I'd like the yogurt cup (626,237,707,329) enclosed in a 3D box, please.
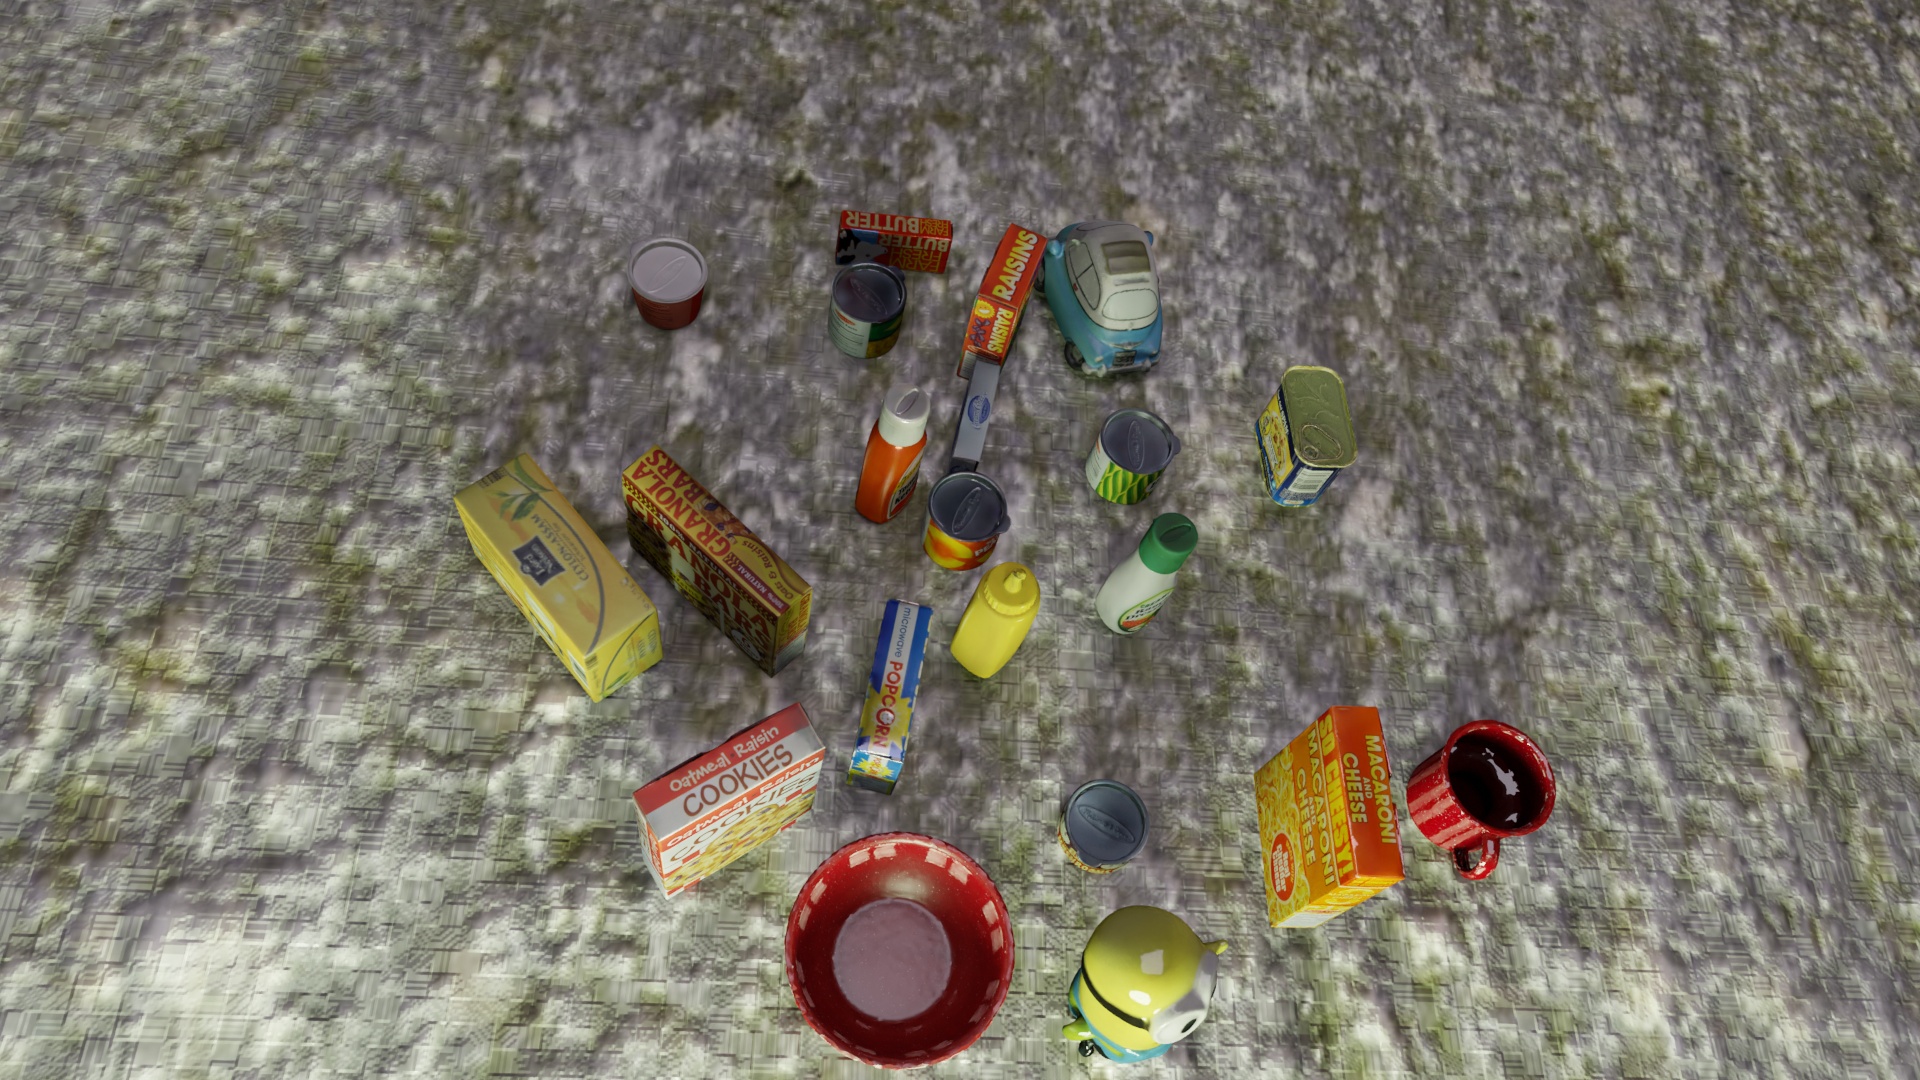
[{"bbox_3d":[-0.256,-0.222,1.215,0.072,0.053,0.072,4,63,-8],"label":"yogurt cup"}]

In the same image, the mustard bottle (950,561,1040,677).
[{"bbox_3d":[0.032,0.053,1.064,0.049,0.159,0.065,36,63,9],"label":"mustard bottle"}]

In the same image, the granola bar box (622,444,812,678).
[{"bbox_3d":[-0.188,0.019,1.063,0.166,0.123,0.039,41,64,12],"label":"granola bar box"}]

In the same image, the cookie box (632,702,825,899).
[{"bbox_3d":[-0.160,0.182,0.960,0.123,0.166,0.040,-28,71,-22],"label":"cookie box"}]

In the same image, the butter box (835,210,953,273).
[{"bbox_3d":[-0.061,-0.274,1.277,0.103,0.053,0.024,4,63,-8],"label":"butter box"}]

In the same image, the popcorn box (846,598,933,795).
[{"bbox_3d":[-0.054,0.119,1.058,0.038,0.084,0.127,13,62,-3],"label":"popcorn box"}]

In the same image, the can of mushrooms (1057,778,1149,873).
[{"bbox_3d":[0.107,0.221,1.063,0.071,0.033,0.071,4,63,-8],"label":"can of mushrooms"}]

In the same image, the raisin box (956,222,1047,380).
[{"bbox_3d":[0.035,-0.204,1.218,0.040,0.122,0.086,22,62,2],"label":"raisin box"}]

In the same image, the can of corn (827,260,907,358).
[{"bbox_3d":[-0.082,-0.206,1.235,0.071,0.058,0.071,4,63,-8],"label":"can of corn"}]

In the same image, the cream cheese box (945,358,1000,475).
[{"bbox_3d":[0.010,-0.099,1.199,0.024,0.053,0.104,14,62,-3],"label":"cream cheese box"}]

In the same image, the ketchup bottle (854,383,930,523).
[{"bbox_3d":[-0.053,-0.073,1.120,0.043,0.148,0.065,32,62,6],"label":"ketchup bottle"}]

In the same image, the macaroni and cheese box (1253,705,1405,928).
[{"bbox_3d":[0.268,0.207,1.024,0.040,0.165,0.124,3,63,-8],"label":"macaroni and cheese box"}]

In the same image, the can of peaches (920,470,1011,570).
[{"bbox_3d":[0.004,-0.014,1.152,0.071,0.057,0.071,4,63,-8],"label":"can of peaches"}]

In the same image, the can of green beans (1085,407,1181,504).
[{"bbox_3d":[0.147,-0.073,1.208,0.071,0.057,0.071,4,63,-8],"label":"can of green beans"}]

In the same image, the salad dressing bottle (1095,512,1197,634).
[{"bbox_3d":[0.149,0.026,1.106,0.064,0.147,0.044,-23,69,-20],"label":"salad dressing bottle"}]
